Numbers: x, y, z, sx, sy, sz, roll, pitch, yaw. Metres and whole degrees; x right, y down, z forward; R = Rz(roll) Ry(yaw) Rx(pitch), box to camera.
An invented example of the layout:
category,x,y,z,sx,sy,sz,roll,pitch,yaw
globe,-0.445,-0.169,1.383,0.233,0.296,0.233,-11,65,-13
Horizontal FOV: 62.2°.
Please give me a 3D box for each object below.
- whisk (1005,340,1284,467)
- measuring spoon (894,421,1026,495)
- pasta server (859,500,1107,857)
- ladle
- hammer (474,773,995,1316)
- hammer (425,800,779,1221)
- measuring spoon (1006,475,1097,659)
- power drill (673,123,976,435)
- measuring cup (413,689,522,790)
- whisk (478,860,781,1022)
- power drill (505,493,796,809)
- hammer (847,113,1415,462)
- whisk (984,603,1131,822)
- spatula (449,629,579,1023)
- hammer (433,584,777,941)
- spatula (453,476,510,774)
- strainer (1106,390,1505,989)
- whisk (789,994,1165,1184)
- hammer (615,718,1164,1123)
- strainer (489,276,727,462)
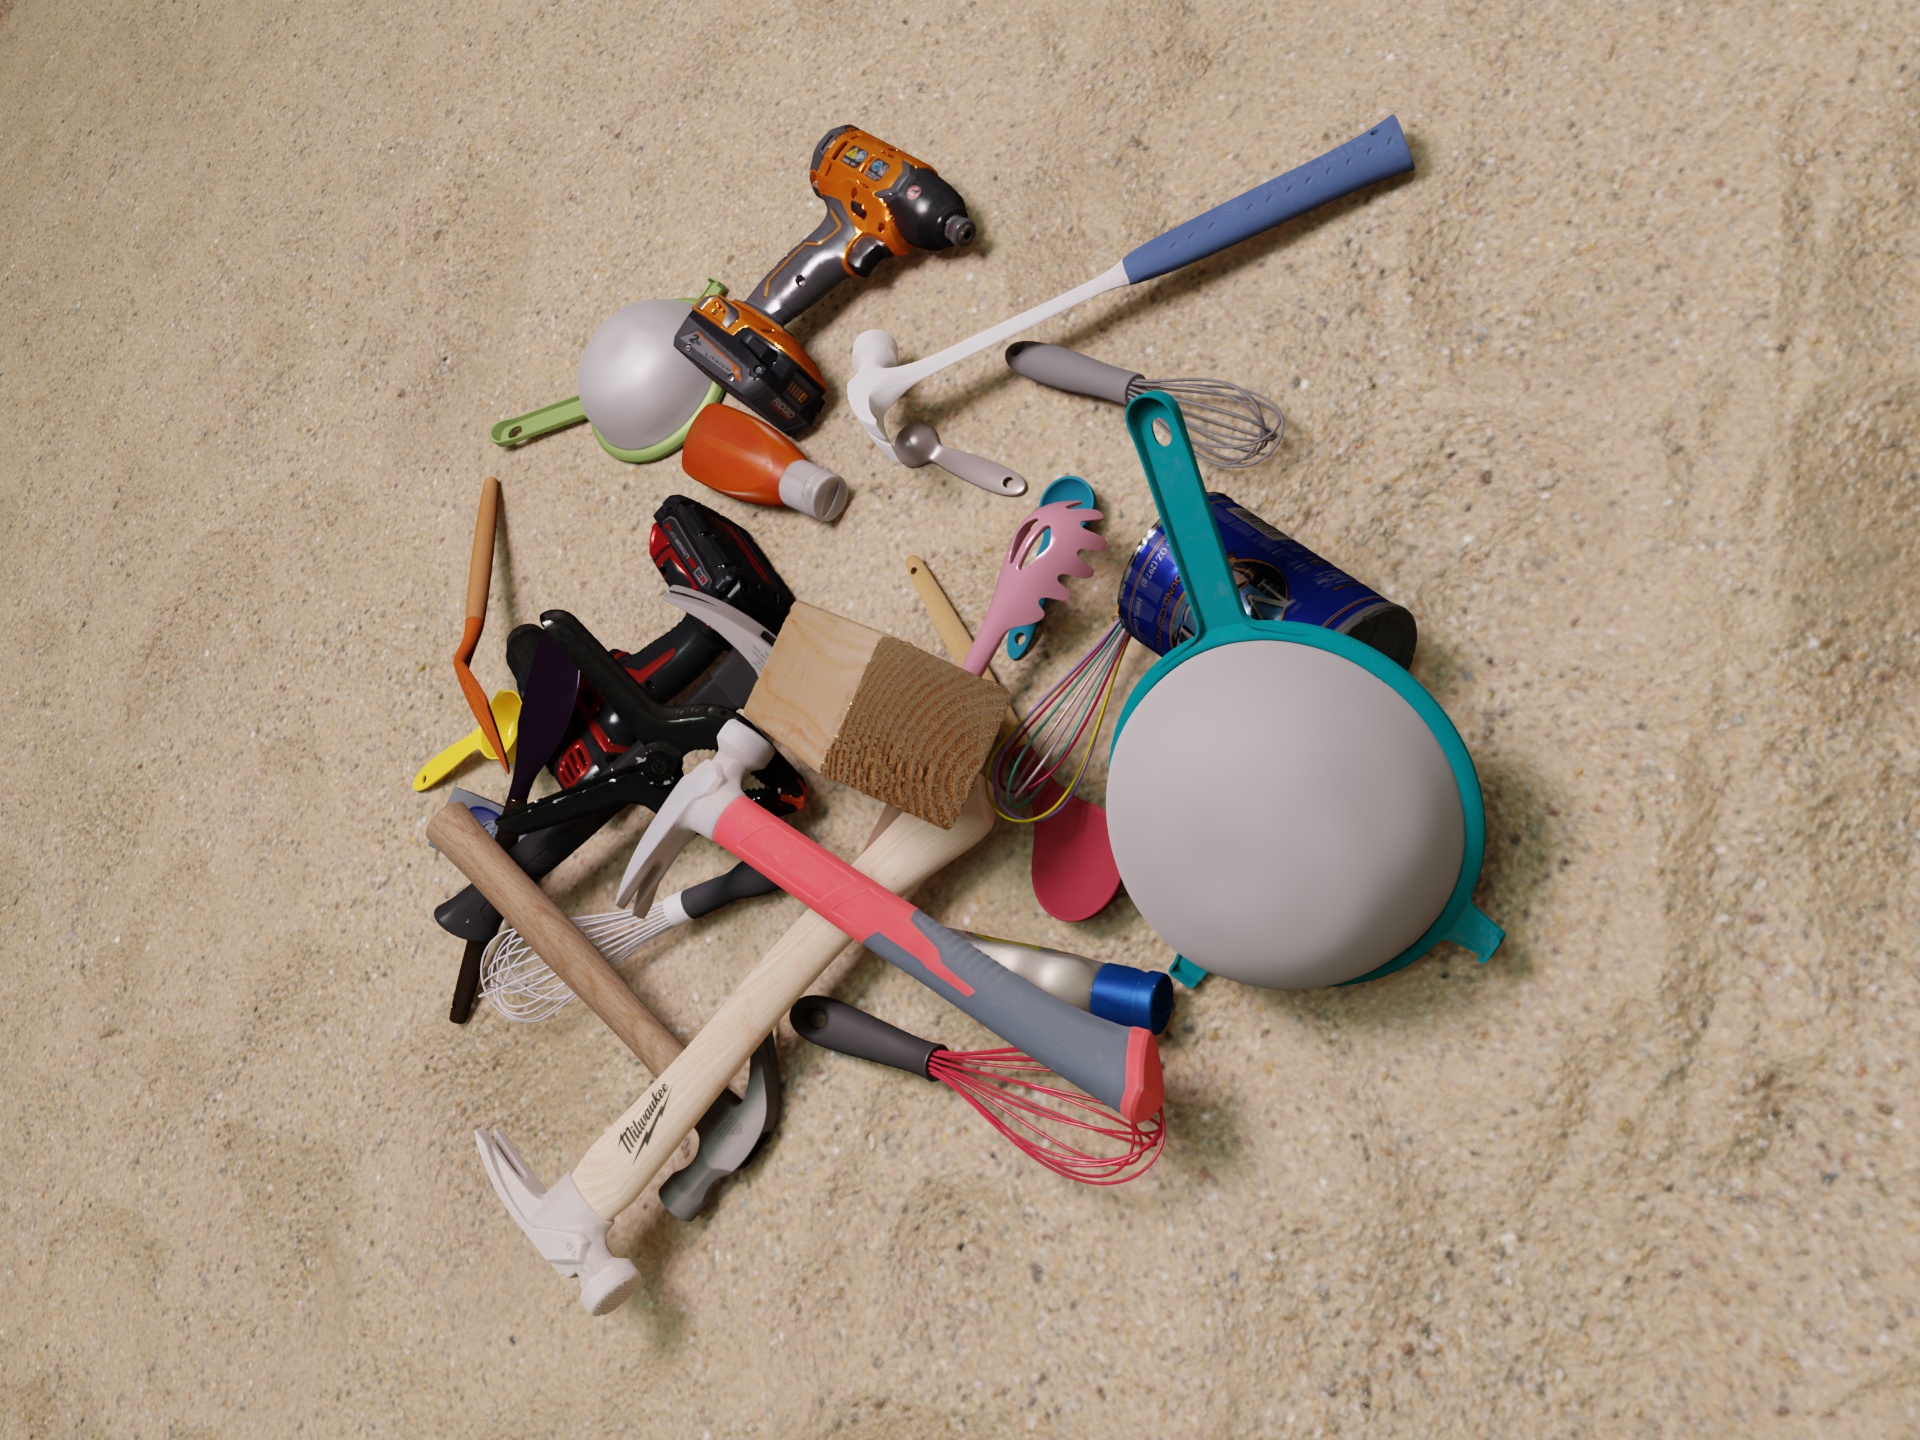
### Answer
category,x,y,z,sx,sy,sz,roll,pitch,yaw
whisk,0.114,-0.216,1.055,0.239,0.055,0.055,29,89,40
measuring spoon,-0.003,-0.185,1.129,0.124,0.018,0.034,28,88,35
pasta server,-0.002,-0.003,1.031,0.060,0.040,0.316,38,104,42
ladle,0.027,0.001,1.036,0.069,0.031,0.316,-40,54,16
hammer,-0.135,0.176,1.014,0.410,0.038,0.146,-48,66,1
hammer,-0.249,0.173,1.082,0.331,0.031,0.130,43,94,17
measuring spoon,0.060,-0.100,1.064,0.042,0.021,0.128,22,94,35
power drill,-0.097,-0.333,1.208,0.164,0.084,0.226,39,91,35
measuring cup,-0.392,0.026,1.295,0.156,0.029,0.062,-28,58,33
whisk,-0.224,0.145,1.124,0.284,0.070,0.070,-24,61,17
power drill,-0.249,-0.062,1.204,0.226,0.080,0.188,-46,55,13
hammer,0.103,-0.293,1.067,0.405,0.035,0.144,-21,39,18
whisk,0.088,-0.044,0.986,0.047,0.051,0.245,21,73,40
spatula,-0.335,0.083,1.186,0.060,0.018,0.316,26,103,37
hammer,-0.253,0.046,1.132,0.334,0.146,0.035,-39,12,14
spatula,-0.382,-0.095,1.288,0.041,0.081,0.323,-6,47,-5
strainer,0.134,0.002,0.816,0.211,0.095,0.340,-12,103,36
whisk,0.001,0.211,0.958,0.296,0.073,0.073,9,77,41
hammer,-0.048,0.136,0.939,0.387,0.038,0.143,29,82,35
strainer,-0.310,-0.282,1.326,0.256,0.069,0.152,-12,66,26
